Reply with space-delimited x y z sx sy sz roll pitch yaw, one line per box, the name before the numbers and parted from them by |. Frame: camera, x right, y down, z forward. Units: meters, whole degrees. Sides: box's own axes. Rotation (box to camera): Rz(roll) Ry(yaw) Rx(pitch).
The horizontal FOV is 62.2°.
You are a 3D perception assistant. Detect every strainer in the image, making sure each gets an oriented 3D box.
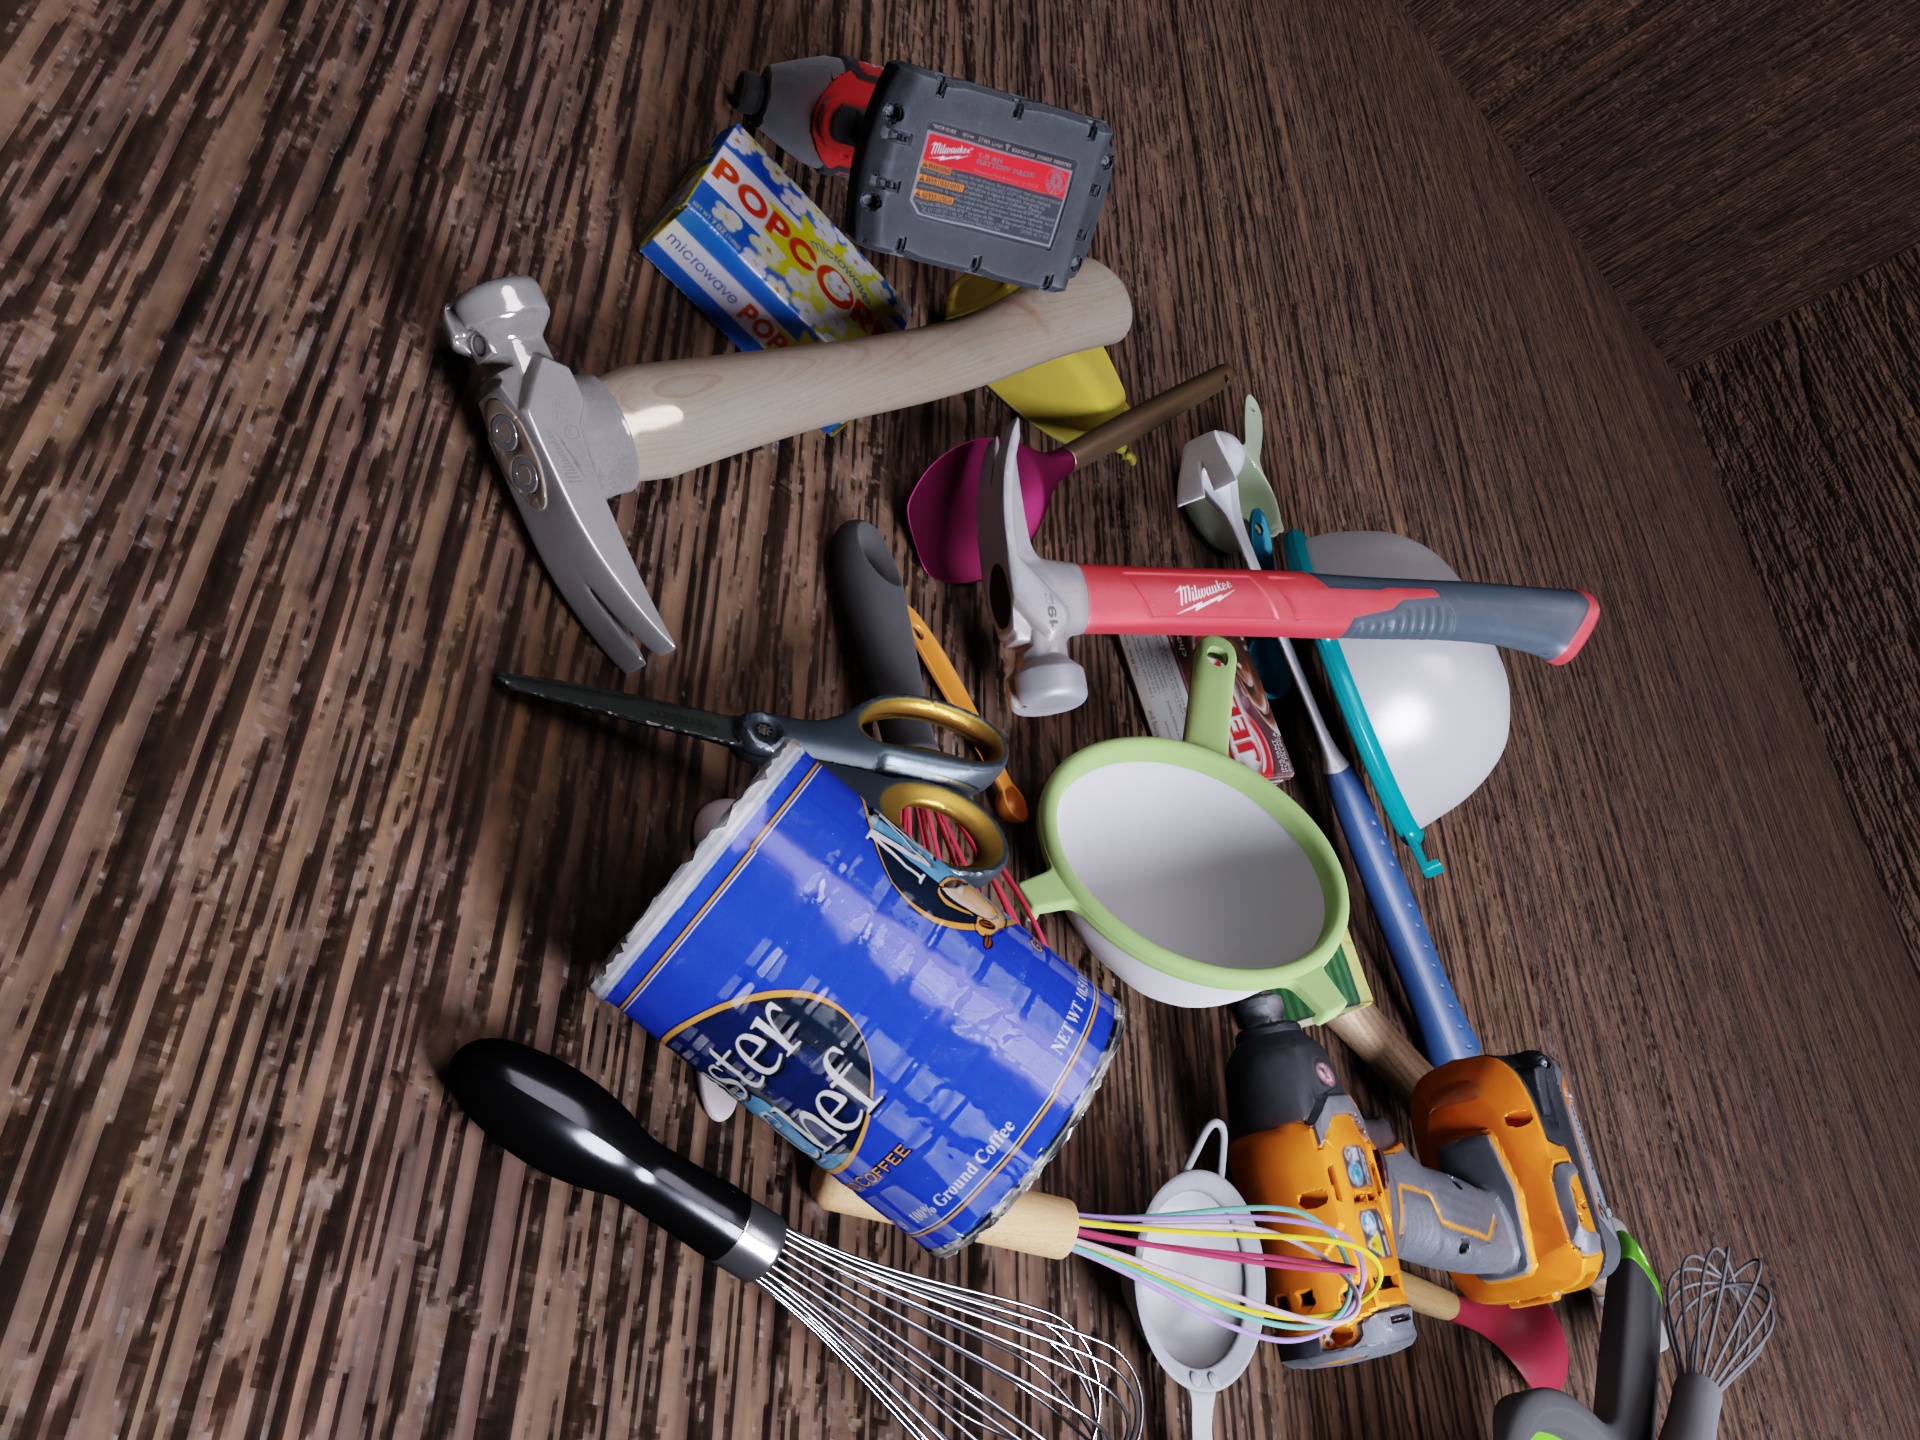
strainer | 0.093 0.290 0.623 0.086 0.050 0.259 24 54 -39
strainer | 0.291 -0.061 1.039 0.211 0.095 0.340 63 19 -17
strainer | 0.109 0.051 0.787 0.151 0.069 0.257 20 38 -2

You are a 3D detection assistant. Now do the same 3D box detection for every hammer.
hammer | 0.218 0.020 0.941 0.405 0.035 0.144 66 17 -5
hammer | 0.187 -0.076 0.845 0.386 0.038 0.143 -1 74 -27
hammer | 0.312 0.260 0.928 0.331 0.031 0.130 45 21 -17
hammer | -0.033 -0.148 0.718 0.410 0.038 0.146 -29 96 -48

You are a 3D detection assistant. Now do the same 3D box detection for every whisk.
whisk | 0.059 0.191 0.595 0.244 0.047 0.051 19 61 -22
whisk | -0.016 0.032 0.657 0.073 0.073 0.296 21 44 -44
whisk | -0.044 0.182 0.511 0.284 0.070 0.070 40 38 -20
whisk | 0.368 0.334 0.789 0.239 0.055 0.055 -26 87 -56

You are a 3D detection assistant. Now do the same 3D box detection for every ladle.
ladle | 0.237 0.297 0.823 0.315 0.031 0.069 30 38 -35

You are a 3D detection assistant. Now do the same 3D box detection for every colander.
colander | 0.277 0.378 0.755 0.204 0.094 0.397 59 31 -4

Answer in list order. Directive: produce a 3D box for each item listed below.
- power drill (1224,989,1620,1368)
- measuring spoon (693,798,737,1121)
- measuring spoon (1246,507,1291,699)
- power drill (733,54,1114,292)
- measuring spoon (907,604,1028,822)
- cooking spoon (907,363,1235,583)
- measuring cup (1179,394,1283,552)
power drill | 0.216 0.212 0.770 0.226 0.084 0.164 9 60 -41
measuring spoon | -0.079 0.081 0.566 0.034 0.018 0.124 30 45 -39
measuring spoon | 0.188 -0.074 1.015 0.042 0.021 0.129 13 69 -38
power drill | -0.026 -0.282 0.782 0.143 0.078 0.220 7 24 -24
measuring spoon | -0.001 -0.002 0.743 0.117 0.011 0.021 61 25 6
cooking spoon | 0.071 -0.151 0.883 0.319 0.017 0.068 -34 114 -44
measuring cup | 0.186 -0.175 1.096 0.083 0.038 0.168 46 34 -22
